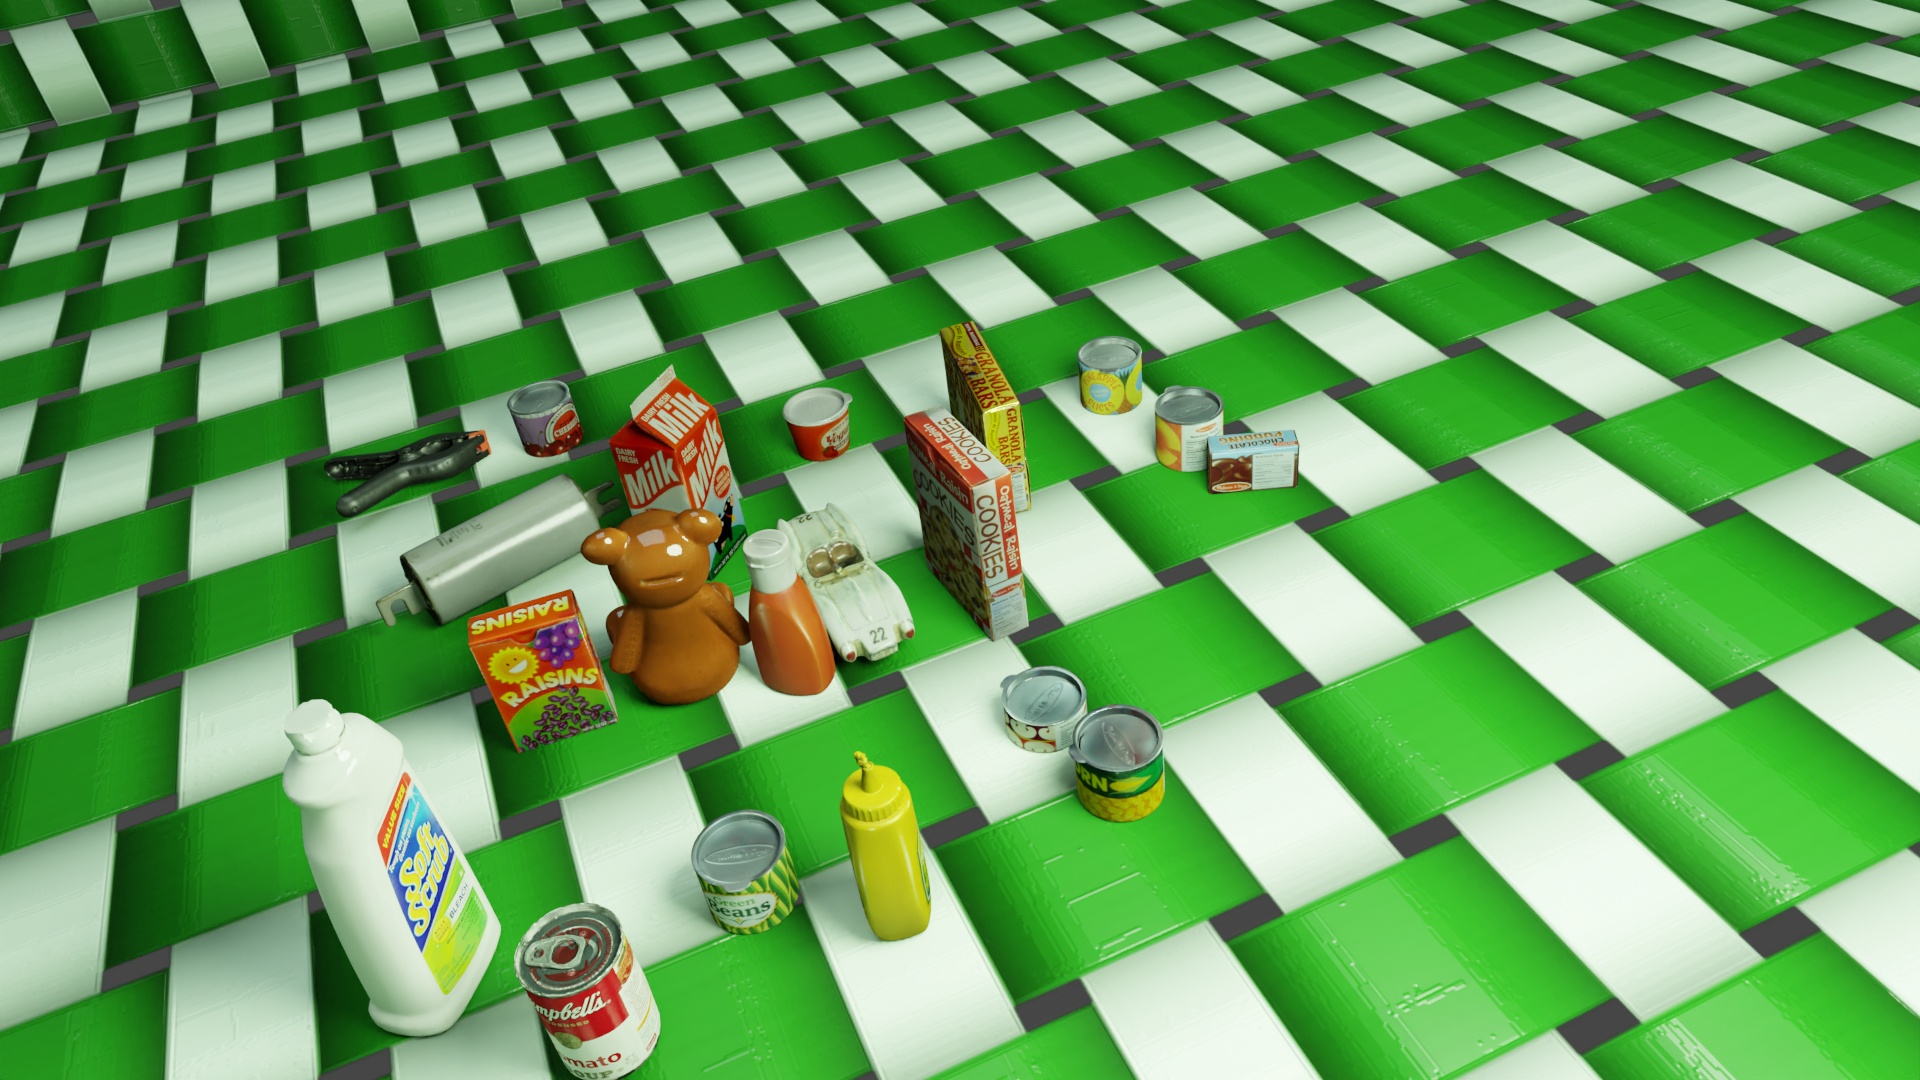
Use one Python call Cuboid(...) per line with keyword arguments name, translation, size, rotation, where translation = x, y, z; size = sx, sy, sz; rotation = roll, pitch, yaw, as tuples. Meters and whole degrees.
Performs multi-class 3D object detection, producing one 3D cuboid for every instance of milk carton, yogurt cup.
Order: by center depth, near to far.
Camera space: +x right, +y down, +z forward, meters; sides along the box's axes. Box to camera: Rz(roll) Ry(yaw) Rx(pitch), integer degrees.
Cuboid(name="milk carton", translation=(-0.260, -0.062, 1.270), size=(0.073, 0.189, 0.073), rotation=(9, 41, 21))
Cuboid(name="yogurt cup", translation=(-0.145, -0.118, 1.430), size=(0.072, 0.053, 0.073), rotation=(-5, 38, 4))

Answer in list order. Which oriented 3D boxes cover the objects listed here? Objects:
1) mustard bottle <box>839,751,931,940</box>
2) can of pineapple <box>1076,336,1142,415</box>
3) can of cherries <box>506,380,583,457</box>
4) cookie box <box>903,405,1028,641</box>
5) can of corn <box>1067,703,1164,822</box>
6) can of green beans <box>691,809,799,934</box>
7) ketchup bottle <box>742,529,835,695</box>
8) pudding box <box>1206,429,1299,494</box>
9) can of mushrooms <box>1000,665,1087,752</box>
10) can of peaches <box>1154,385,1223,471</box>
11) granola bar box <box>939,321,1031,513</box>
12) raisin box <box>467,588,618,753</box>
Cuboid(name="mustard bottle", translation=(-0.051, 0.198, 0.927), size=(0.049, 0.159, 0.065), rotation=(-11, 38, -3))
Cuboid(name="can of pineapple", translation=(0.155, -0.170, 1.439), size=(0.071, 0.057, 0.071), rotation=(-5, 38, 4))
Cuboid(name="can of cherries", translation=(-0.445, -0.130, 1.496), size=(0.071, 0.058, 0.072), rotation=(-5, 38, 4))
Cuboid(name="cookie box", translation=(0.004, -0.015, 1.181), size=(0.040, 0.166, 0.123), rotation=(-23, 40, -18))
Cuboid(name="can of corn", translation=(0.115, 0.165, 1.021), size=(0.071, 0.058, 0.071), rotation=(-5, 38, 4))
Cuboid(name="can of green beans", translation=(-0.151, 0.235, 0.981), size=(0.071, 0.057, 0.071), rotation=(-5, 38, 4))
Cuboid(name="ketchup bottle", translation=(-0.144, 0.060, 1.128), size=(0.065, 0.148, 0.044), rotation=(8, 41, 20))
Cuboid(name="pudding box", translation=(0.273, -0.074, 1.303), size=(0.084, 0.049, 0.030), rotation=(-5, 38, 4))
Cuboid(name="can of mushrooms", translation=(0.065, 0.132, 1.092), size=(0.071, 0.033, 0.071), rotation=(-5, 38, 4))
Cuboid(name="can of peaches", translation=(0.222, -0.109, 1.350), size=(0.071, 0.057, 0.071), rotation=(-5, 38, 4))
Cuboid(name="granola bar box", translation=(0.024, -0.119, 1.344), size=(0.039, 0.123, 0.166), rotation=(-14, 38, -8))
Cuboid(name="raisin box", translation=(-0.337, 0.107, 1.124), size=(0.086, 0.122, 0.040), rotation=(-16, 39, -10))
